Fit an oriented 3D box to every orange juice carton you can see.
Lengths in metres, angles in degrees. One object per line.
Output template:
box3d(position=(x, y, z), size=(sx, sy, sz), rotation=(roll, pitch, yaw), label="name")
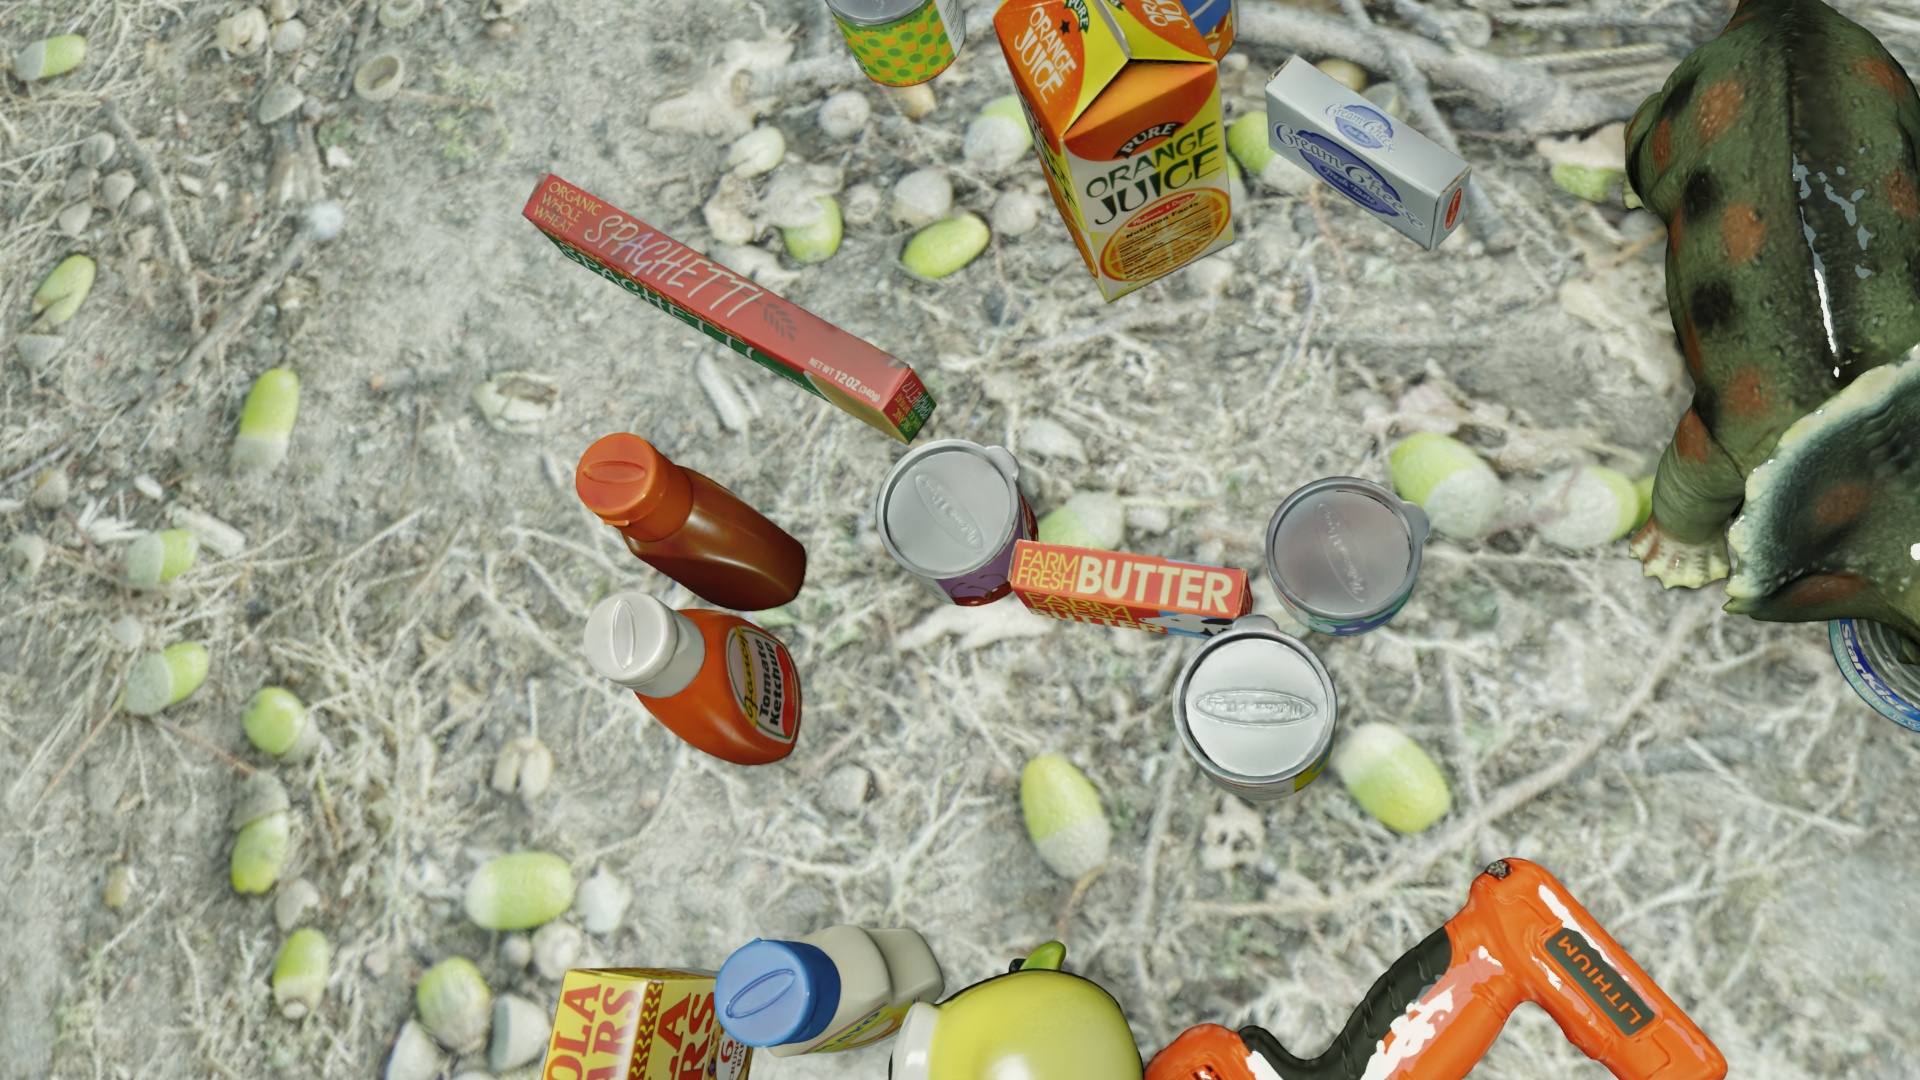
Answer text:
box3d(position=(0.070, -0.190, 0.618), size=(0.073, 0.192, 0.072), rotation=(-26, 69, 5), label="orange juice carton")

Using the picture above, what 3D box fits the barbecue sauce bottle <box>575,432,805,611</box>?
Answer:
box3d(position=(-0.123, -0.006, 0.631), size=(0.065, 0.148, 0.044), rotation=(4, 74, 15), label="barbecue sauce bottle")

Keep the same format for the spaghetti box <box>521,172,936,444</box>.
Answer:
box3d(position=(-0.124, -0.123, 0.721), size=(0.250, 0.050, 0.029), rotation=(30, 82, 21), label="spaghetti box")

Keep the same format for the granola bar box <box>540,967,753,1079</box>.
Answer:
box3d(position=(-0.133, 0.260, 0.561), size=(0.039, 0.124, 0.166), rotation=(5, 74, 15), label="granola bar box")

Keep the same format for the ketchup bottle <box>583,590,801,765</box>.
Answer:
box3d(position=(-0.114, 0.058, 0.608), size=(0.043, 0.148, 0.065), rotation=(-11, 71, 11), label="ketchup bottle")

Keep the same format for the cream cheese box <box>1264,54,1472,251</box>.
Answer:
box3d(position=(0.192, -0.184, 0.661), size=(0.104, 0.053, 0.024), rotation=(42, 87, 22), label="cream cheese box")

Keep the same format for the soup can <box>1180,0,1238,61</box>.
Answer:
box3d(position=(0.102, -0.282, 0.698), size=(0.071, 0.083, 0.071), rotation=(-4, 72, 13), label="soup can")

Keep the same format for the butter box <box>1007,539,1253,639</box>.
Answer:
box3d(position=(0.077, 0.023, 0.623), size=(0.103, 0.053, 0.024), rotation=(8, 75, 16), label="butter box")

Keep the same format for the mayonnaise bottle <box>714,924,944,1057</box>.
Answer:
box3d(position=(-0.053, 0.180, 0.554), size=(0.065, 0.148, 0.041), rotation=(-32, 68, 3), label="mayonnaise bottle")

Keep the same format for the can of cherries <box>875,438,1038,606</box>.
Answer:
box3d(position=(0.002, -0.008, 0.649), size=(0.071, 0.058, 0.071), rotation=(-4, 72, 13), label="can of cherries")

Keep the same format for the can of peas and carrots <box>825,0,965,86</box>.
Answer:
box3d(position=(-0.037, -0.288, 0.748), size=(0.071, 0.058, 0.071), rotation=(-4, 72, 13), label="can of peas and carrots")

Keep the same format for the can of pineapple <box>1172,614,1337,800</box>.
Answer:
box3d(position=(0.127, 0.073, 0.592), size=(0.071, 0.057, 0.071), rotation=(-4, 72, 13), label="can of pineapple")

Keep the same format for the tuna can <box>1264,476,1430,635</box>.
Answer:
box3d(position=(0.172, 0.006, 0.616), size=(0.071, 0.032, 0.071), rotation=(-4, 72, 13), label="tuna can")
